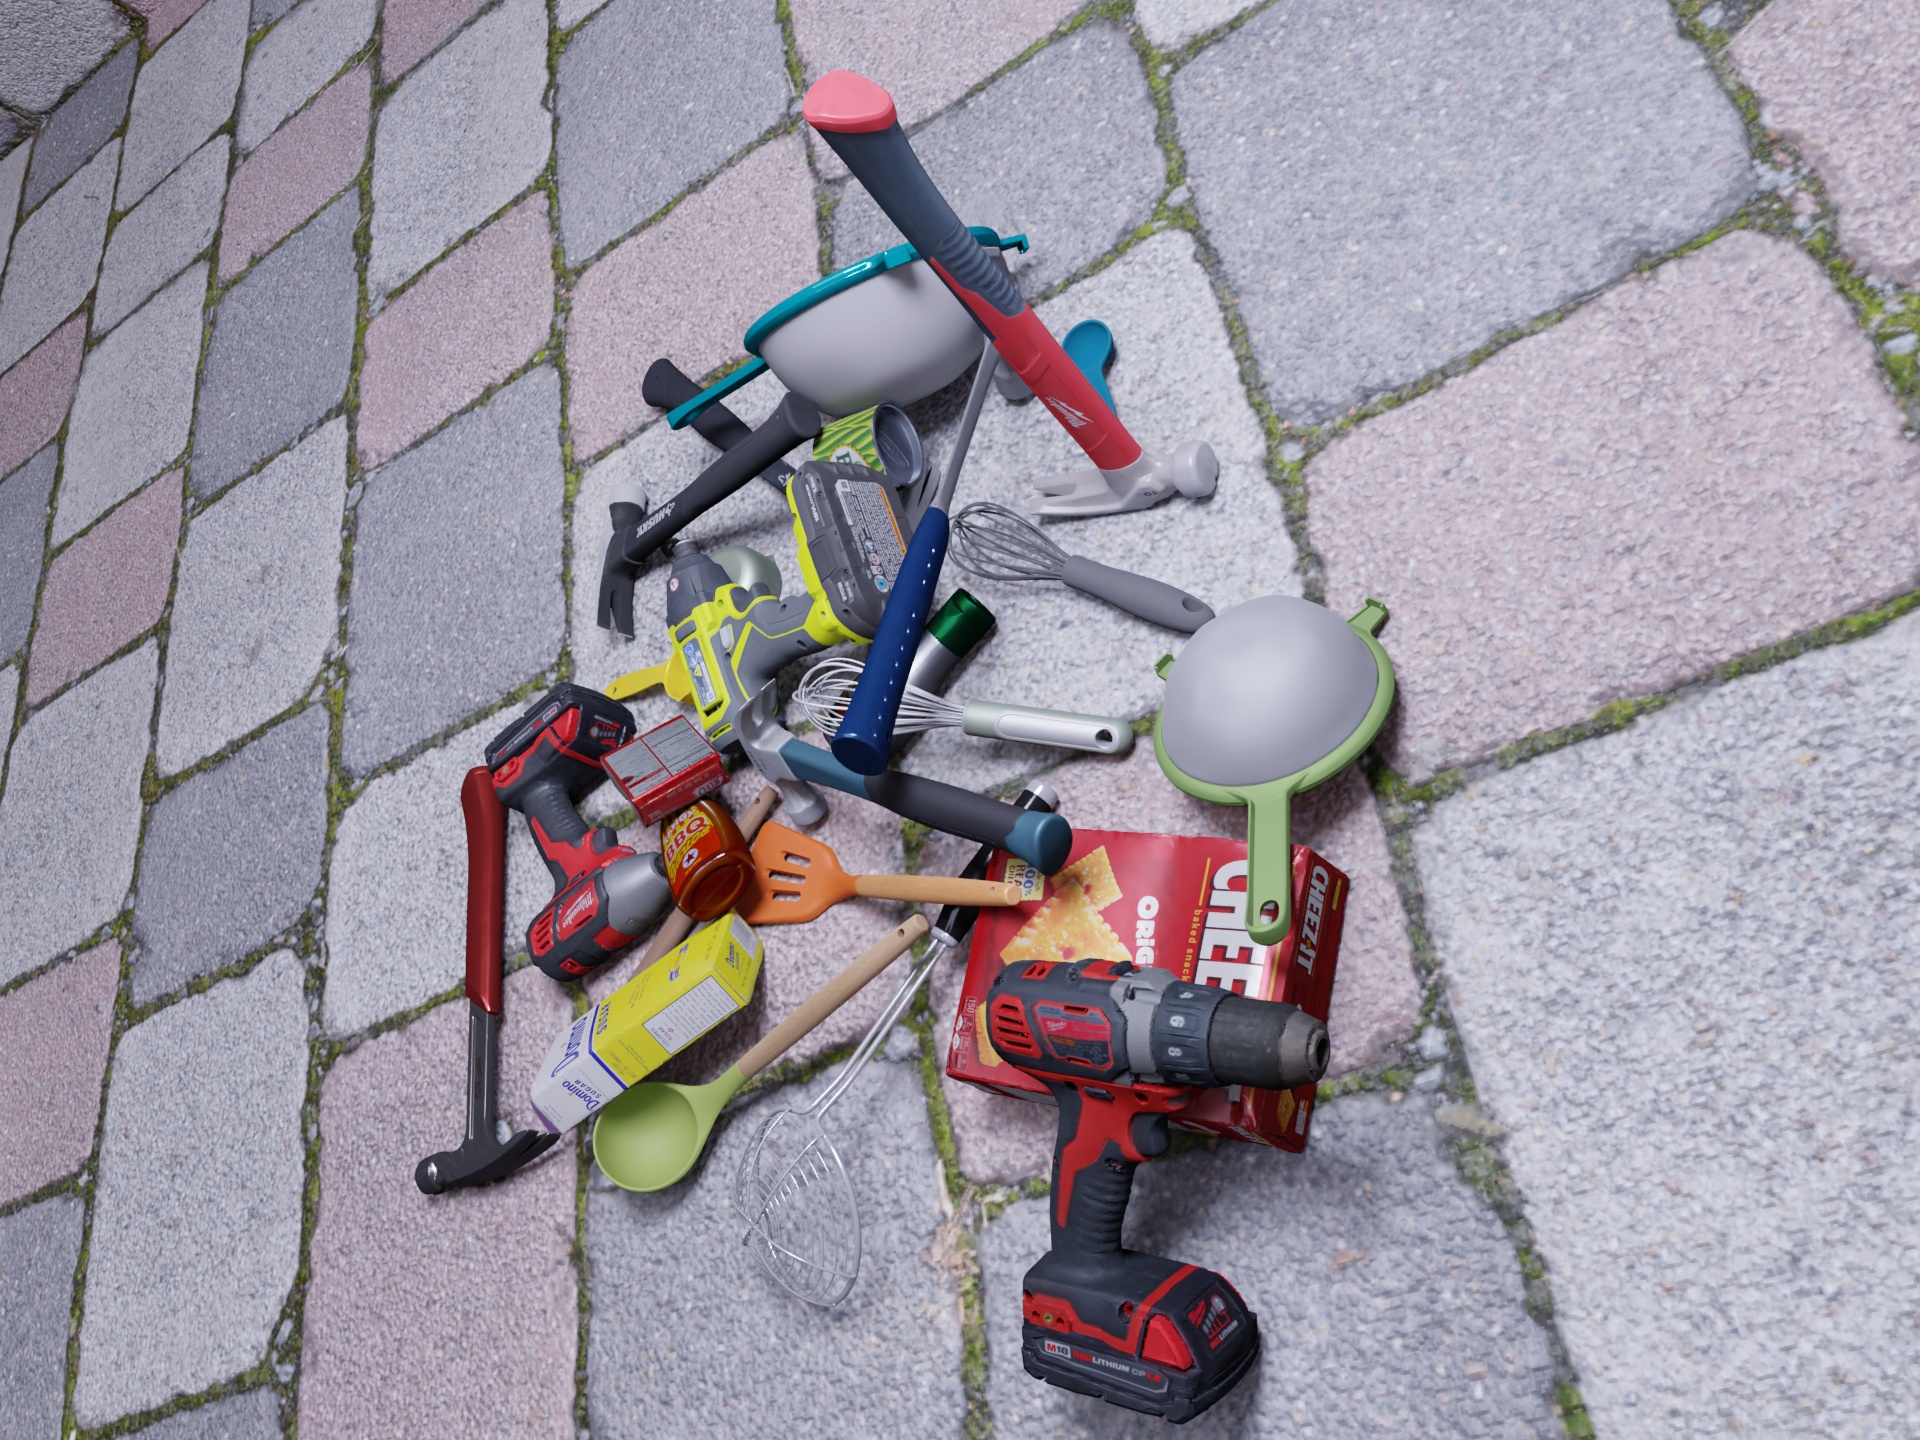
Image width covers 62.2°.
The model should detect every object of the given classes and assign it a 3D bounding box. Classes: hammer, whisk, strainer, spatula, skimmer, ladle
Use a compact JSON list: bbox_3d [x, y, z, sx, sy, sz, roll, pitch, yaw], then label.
[{"bbox_3d":[0.016,-0.244,0.983,0.143,0.385,0.038,-3,62,35],"label":"hammer"},{"bbox_3d":[-0.002,-0.003,1.080,0.246,0.059,0.057,8,105,21],"label":"whisk"},{"bbox_3d":[-0.387,0.196,1.309,0.149,0.036,0.359,-29,54,31],"label":"hammer"},{"bbox_3d":[0.077,-0.103,1.102,0.239,0.055,0.055,25,86,37],"label":"whisk"},{"bbox_3d":[0.167,0.010,0.906,0.151,0.069,0.257,-15,38,24],"label":"strainer"},{"bbox_3d":[-0.231,0.182,1.216,0.060,0.018,0.316,37,95,37],"label":"spatula"},{"bbox_3d":[-0.213,-0.178,1.294,0.335,0.035,0.146,-23,57,49],"label":"hammer"},{"bbox_3d":[-0.101,-0.271,1.254,0.340,0.211,0.095,-21,95,35],"label":"strainer"},{"bbox_3d":[-0.029,0.206,1.046,0.127,0.090,0.363,22,73,49],"label":"skimmer"},{"bbox_3d":[-0.137,0.221,1.066,0.320,0.062,0.078,-42,60,28],"label":"ladle"},{"bbox_3d":[-0.045,0.046,1.034,0.033,0.128,0.331,-45,33,-23],"label":"hammer"},{"bbox_3d":[-0.166,-0.225,1.347,0.149,0.036,0.409,-52,48,4],"label":"hammer"},{"bbox_3d":[-0.061,0.110,1.071,0.323,0.041,0.081,-6,64,58],"label":"spatula"},{"bbox_3d":[-0.015,-0.146,1.062,0.035,0.143,0.406,4,56,19],"label":"hammer"}]

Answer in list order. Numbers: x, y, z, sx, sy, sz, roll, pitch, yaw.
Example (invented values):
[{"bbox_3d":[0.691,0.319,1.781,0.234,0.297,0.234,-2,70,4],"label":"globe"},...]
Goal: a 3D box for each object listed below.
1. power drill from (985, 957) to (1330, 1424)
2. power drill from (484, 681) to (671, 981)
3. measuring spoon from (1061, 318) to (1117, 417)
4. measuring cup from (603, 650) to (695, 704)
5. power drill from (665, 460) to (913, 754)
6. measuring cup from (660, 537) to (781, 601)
[{"bbox_3d":[0.106,0.239,0.831,0.188,0.080,0.226,0,98,37],"label":"power drill"},{"bbox_3d":[-0.299,0.085,1.277,0.143,0.078,0.220,-37,55,18],"label":"power drill"},{"bbox_3d":[0.105,-0.235,1.165,0.042,0.021,0.129,-22,67,27],"label":"measuring spoon"},{"bbox_3d":[-0.247,-0.032,1.331,0.156,0.029,0.062,-13,61,45],"label":"measuring cup"},{"bbox_3d":[-0.135,-0.094,1.184,0.223,0.080,0.171,-30,74,39],"label":"power drill"},{"bbox_3d":[-0.216,-0.127,1.335,0.168,0.038,0.083,33,91,39],"label":"measuring cup"}]
